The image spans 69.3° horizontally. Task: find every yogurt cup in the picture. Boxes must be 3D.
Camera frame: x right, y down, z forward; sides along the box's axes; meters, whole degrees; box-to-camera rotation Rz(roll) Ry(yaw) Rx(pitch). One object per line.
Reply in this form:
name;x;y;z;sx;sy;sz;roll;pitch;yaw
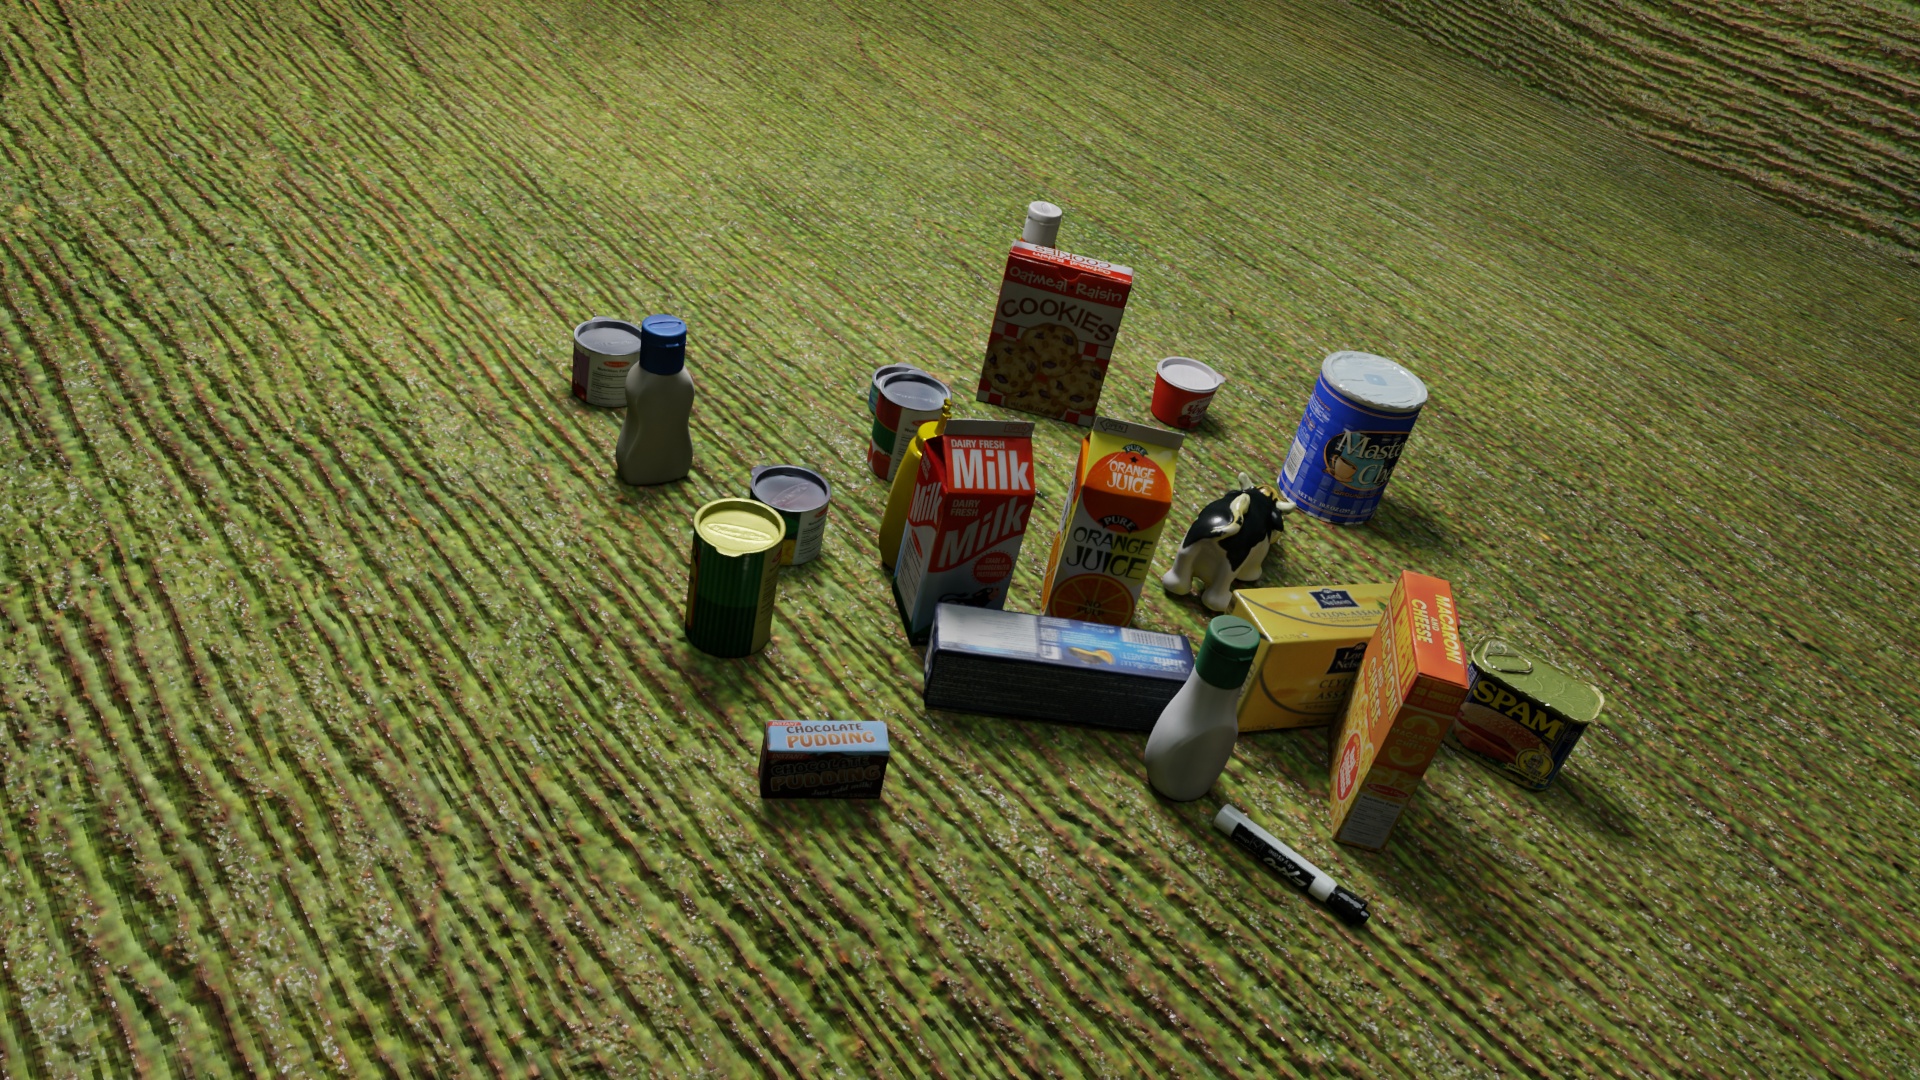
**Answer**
yogurt cup;0.234;-0.154;1.463;0.072;0.053;0.073;9;35;-6

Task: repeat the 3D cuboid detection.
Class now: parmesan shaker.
parmesan shaker;-0.170;0.030;1.032;0.071;0.102;0.072;9;35;-6

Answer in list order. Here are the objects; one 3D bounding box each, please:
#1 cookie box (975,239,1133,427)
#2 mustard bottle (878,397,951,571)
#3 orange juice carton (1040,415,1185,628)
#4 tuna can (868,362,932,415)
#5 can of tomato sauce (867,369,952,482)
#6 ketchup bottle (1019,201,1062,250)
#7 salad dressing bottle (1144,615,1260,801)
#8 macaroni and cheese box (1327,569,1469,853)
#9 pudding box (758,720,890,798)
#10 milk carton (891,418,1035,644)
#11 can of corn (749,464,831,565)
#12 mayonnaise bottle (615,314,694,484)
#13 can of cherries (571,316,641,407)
cookie box;0.092;-0.205;1.387;0.123;0.166;0.040;14;35;0
mustard bottle;-0.025;-0.045;1.135;0.049;0.159;0.065;34;40;27
orange juice carton;0.119;-0.012;1.110;0.072;0.191;0.073;12;35;-2
tuna can;-0.057;-0.144;1.370;0.071;0.032;0.071;9;35;-6
can of tomato sauce;-0.048;-0.104;1.274;0.071;0.082;0.071;9;35;-6
ketchup bottle;0.078;-0.296;1.524;0.043;0.148;0.065;7;36;-10
salad dressing bottle;0.174;0.120;0.986;0.064;0.146;0.044;-5;39;-25
macaroni and cheese box;0.315;0.124;1.011;0.040;0.165;0.124;15;35;2
pudding box;-0.092;0.148;0.942;0.084;0.049;0.030;3;36;-15
milk carton;0.004;-0.013;1.075;0.072;0.189;0.074;0;37;-19
can of corn;-0.146;-0.022;1.151;0.071;0.058;0.071;9;35;-6
mayonnaise bottle;-0.254;-0.117;1.168;0.065;0.147;0.041;-11;42;-31
can of cherries;-0.326;-0.166;1.288;0.071;0.058;0.072;9;35;-6
